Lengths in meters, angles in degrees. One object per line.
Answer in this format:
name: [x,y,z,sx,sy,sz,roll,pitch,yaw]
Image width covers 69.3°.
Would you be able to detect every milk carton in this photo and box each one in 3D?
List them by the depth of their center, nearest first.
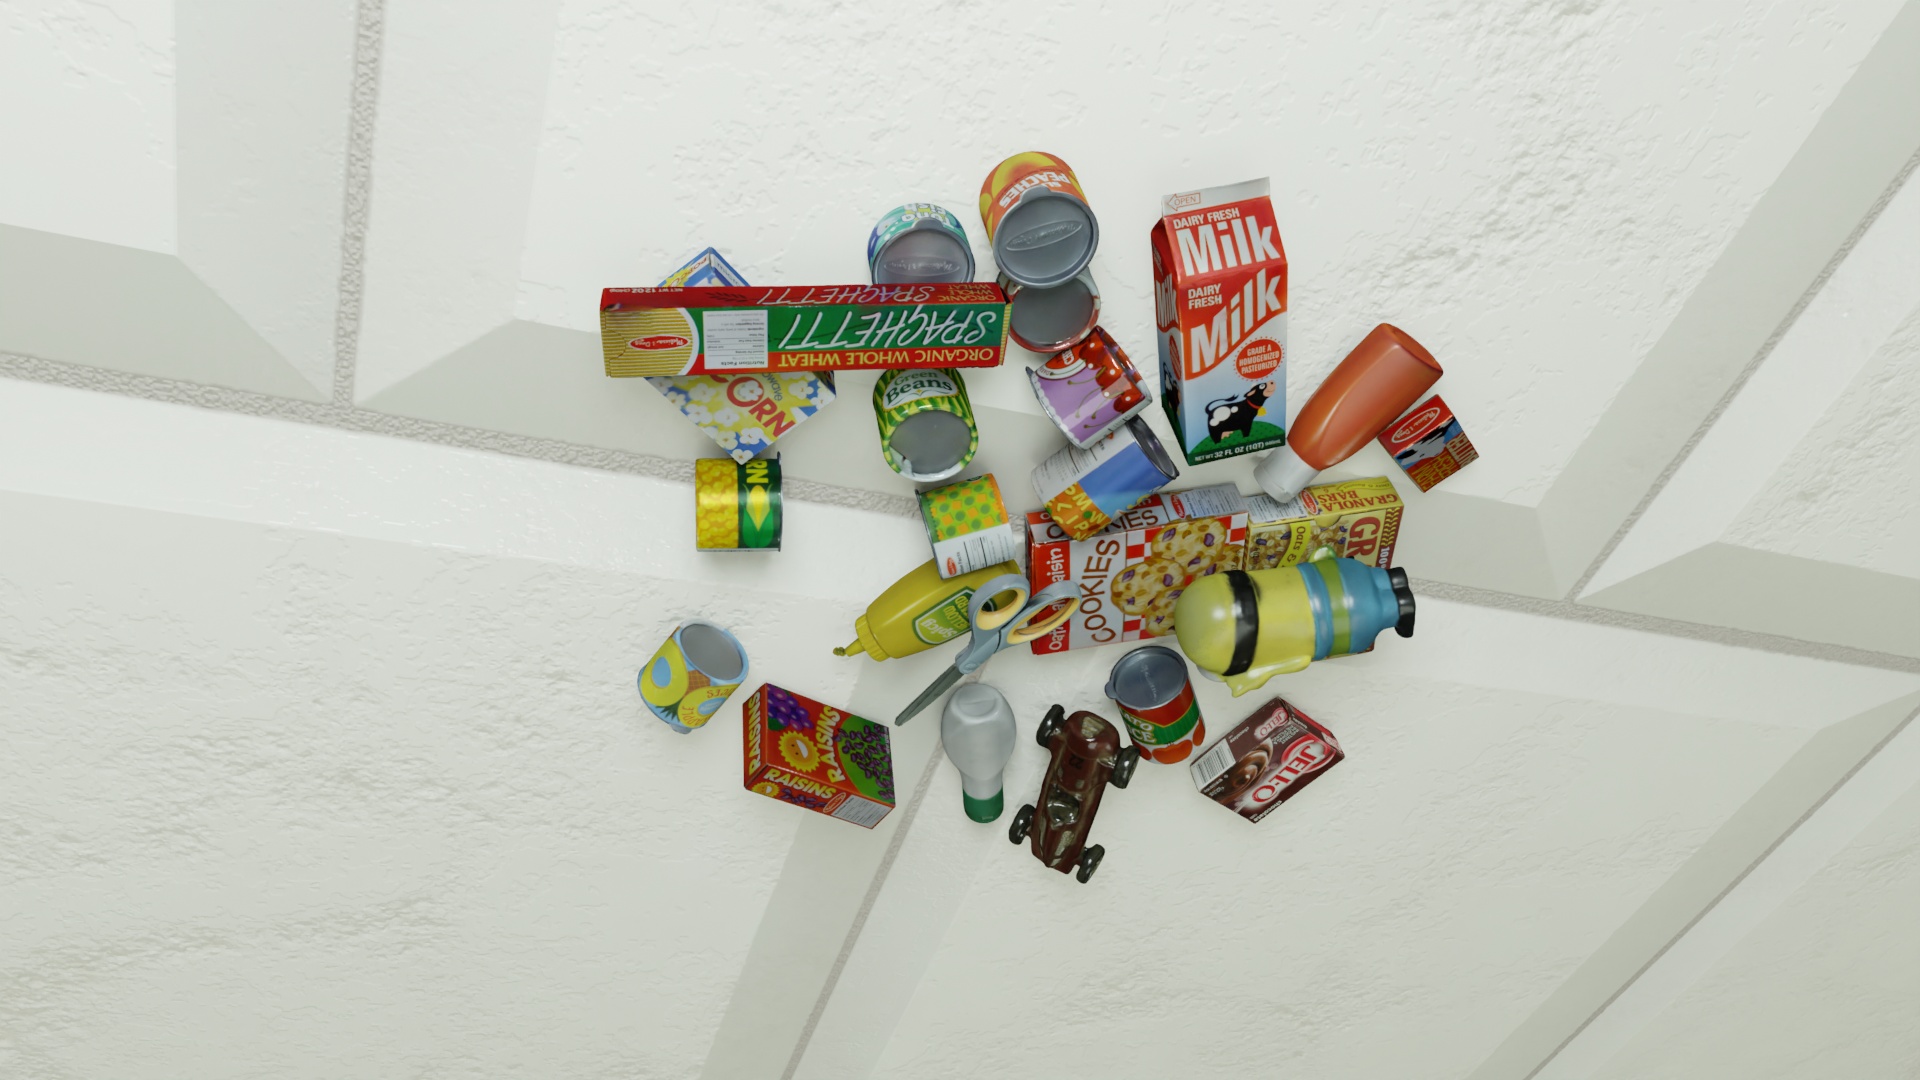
milk carton: [0.171,-0.150,0.921,0.072,0.074,0.189,-12,131,-2]

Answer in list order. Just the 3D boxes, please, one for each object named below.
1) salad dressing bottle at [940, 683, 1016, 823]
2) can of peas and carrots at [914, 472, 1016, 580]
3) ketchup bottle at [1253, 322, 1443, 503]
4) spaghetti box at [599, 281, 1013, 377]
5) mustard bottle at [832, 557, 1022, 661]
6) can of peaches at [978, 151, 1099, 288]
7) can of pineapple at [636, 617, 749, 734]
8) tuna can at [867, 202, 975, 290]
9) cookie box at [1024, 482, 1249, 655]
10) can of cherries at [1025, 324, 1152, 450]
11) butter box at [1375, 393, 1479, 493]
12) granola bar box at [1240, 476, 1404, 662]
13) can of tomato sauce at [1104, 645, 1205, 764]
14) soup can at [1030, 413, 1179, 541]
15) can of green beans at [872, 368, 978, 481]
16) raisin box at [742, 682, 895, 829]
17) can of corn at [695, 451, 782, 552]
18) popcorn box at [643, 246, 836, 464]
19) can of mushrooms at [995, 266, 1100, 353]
salad dressing bottle: [0.017,0.188,1.202,0.064,0.044,0.146,-9,133,-6]
can of peas and carrots: [0.004,-0.013,1.011,0.059,0.071,0.070,-16,132,-2]
ketchup bottle: [0.278,-0.089,1.017,0.065,0.044,0.148,21,123,-34]
spaghetti box: [-0.093,-0.131,0.860,0.250,0.029,0.049,-3,130,-12]
mustard bottle: [-0.029,0.056,1.072,0.160,0.049,0.065,-30,133,13]
can of peaches: [0.047,-0.201,0.861,0.071,0.058,0.070,-6,131,-6]
can of pineapple: [-0.203,0.103,1.063,0.071,0.071,0.057,26,121,-30]
tuna can: [-0.025,-0.180,0.880,0.071,0.033,0.070,-6,131,-7]
cookie box: [0.135,0.024,1.086,0.168,0.040,0.122,-8,132,-5]
can of cherries: [0.088,-0.106,0.947,0.058,0.072,0.071,-36,128,18]
butter box: [0.350,-0.071,1.036,0.053,0.024,0.103,-37,151,18]
granola bar box: [0.282,0.031,1.124,0.124,0.039,0.164,-8,132,-5]
can of tomato sauce: [0.166,0.141,1.177,0.071,0.071,0.082,-20,132,5]
soup can: [0.104,-0.046,1.001,0.083,0.072,0.071,-36,128,20]
can of green beans: [-0.024,-0.082,0.948,0.071,0.058,0.071,-6,131,-7]
raisin box: [-0.116,0.176,1.134,0.123,0.086,0.040,25,126,-29]
can of corn: [-0.154,-0.027,0.964,0.058,0.071,0.070,-1,130,-11]
popcorn box: [-0.152,-0.118,0.903,0.085,0.038,0.126,-34,129,15]
can of mushrooms: [0.057,-0.157,0.917,0.071,0.033,0.070,-7,131,-7]
